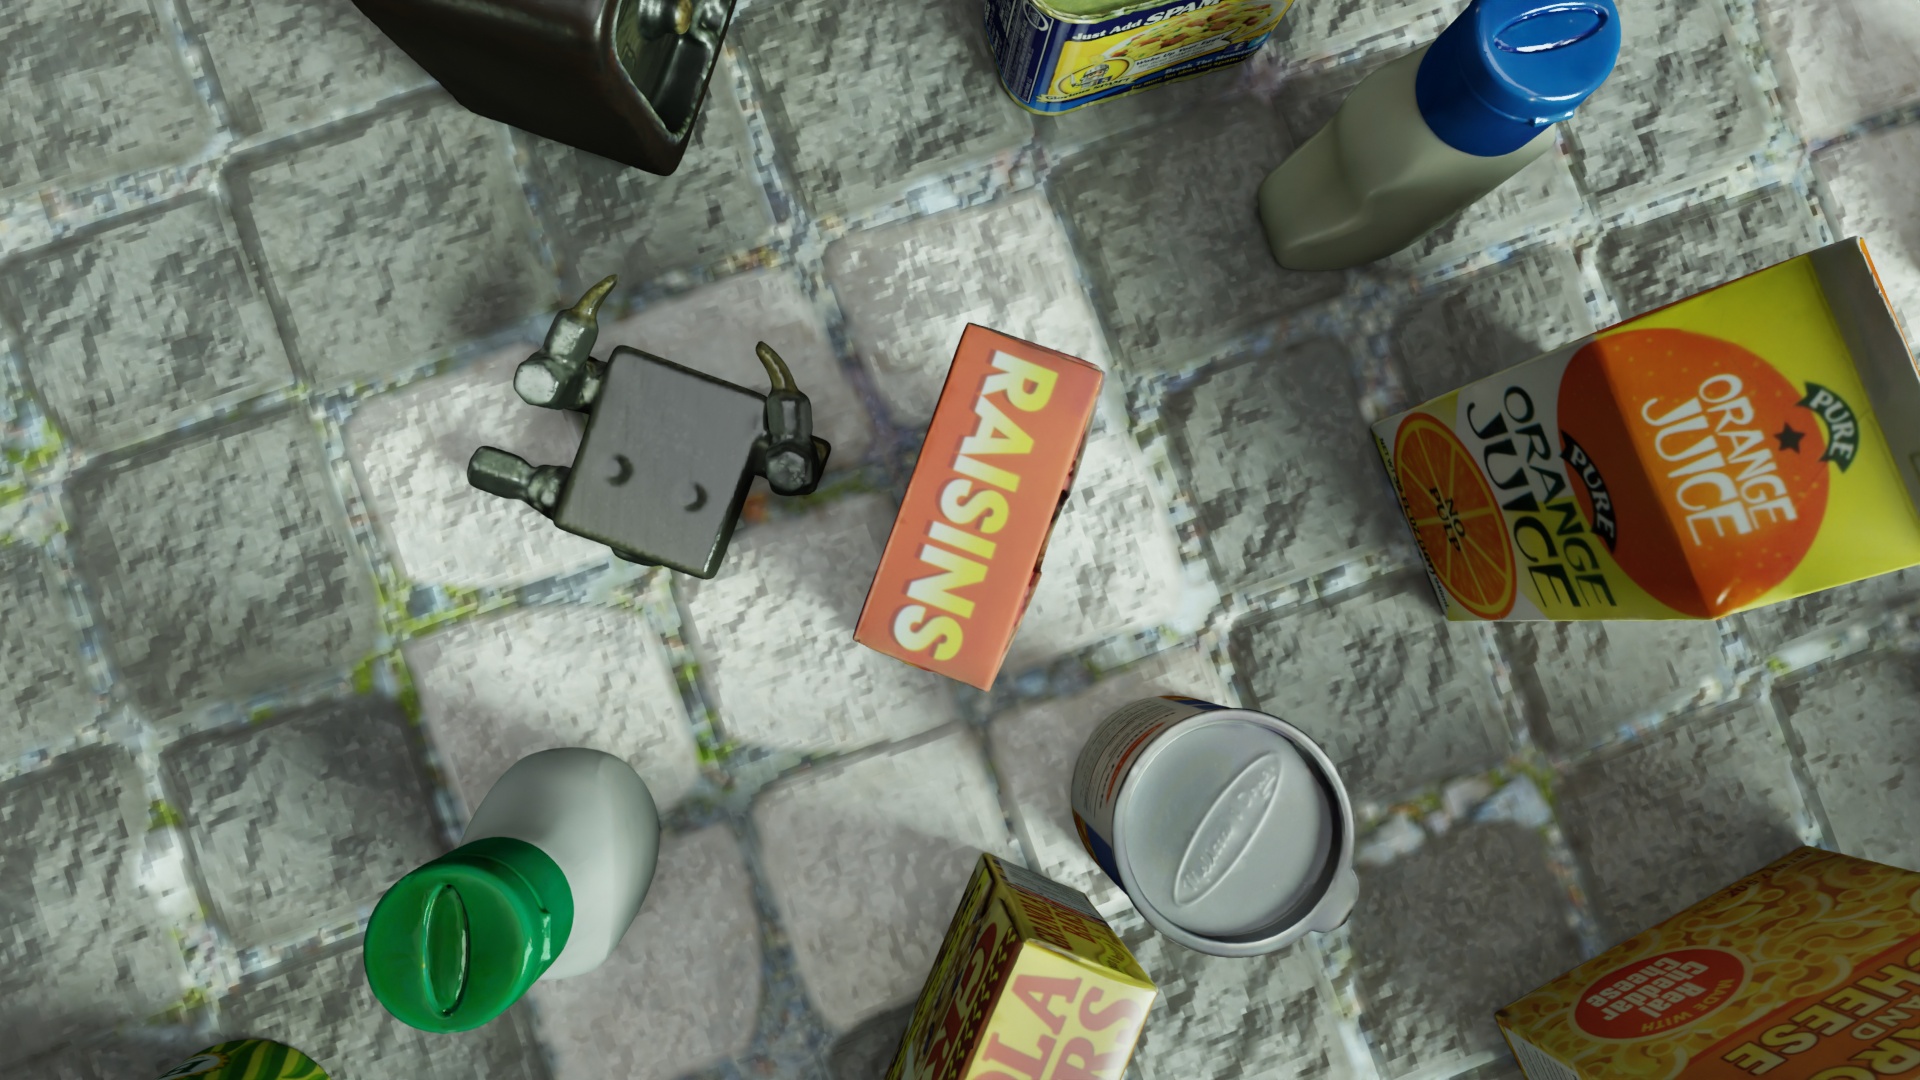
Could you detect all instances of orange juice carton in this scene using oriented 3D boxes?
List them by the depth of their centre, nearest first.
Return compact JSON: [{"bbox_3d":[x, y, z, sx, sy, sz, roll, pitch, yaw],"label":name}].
[{"bbox_3d":[0.187,-0.024,0.372,0.073,0.192,0.072,-21,88,-4],"label":"orange juice carton"}]

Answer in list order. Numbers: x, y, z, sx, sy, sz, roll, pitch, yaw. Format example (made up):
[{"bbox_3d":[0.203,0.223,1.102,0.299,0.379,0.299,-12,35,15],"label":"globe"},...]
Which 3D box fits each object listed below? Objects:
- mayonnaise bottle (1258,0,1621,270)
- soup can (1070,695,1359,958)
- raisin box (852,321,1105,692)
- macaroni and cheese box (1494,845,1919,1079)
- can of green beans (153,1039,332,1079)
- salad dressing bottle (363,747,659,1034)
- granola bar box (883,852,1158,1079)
[{"bbox_3d":[0.134,-0.116,0.397,0.065,0.148,0.041,-15,88,-4],"label":"mayonnaise bottle"},{"bbox_3d":[0.073,0.082,0.412,0.071,0.083,0.071,0,86,-3],"label":"soup can"},{"bbox_3d":[0.001,-0.005,0.394,0.040,0.123,0.086,21,85,-2],"label":"raisin box"},{"bbox_3d":[0.242,0.139,0.376,0.124,0.166,0.040,-26,88,-5],"label":"macaroni and cheese box"},{"bbox_3d":[-0.218,0.185,0.399,0.071,0.058,0.071,0,86,-3],"label":"can of green beans"},{"bbox_3d":[-0.113,0.090,0.368,0.044,0.147,0.064,0,87,-3],"label":"salad dressing bottle"},{"bbox_3d":[-0.006,0.177,0.380,0.039,0.124,0.165,24,85,-2],"label":"granola bar box"}]
